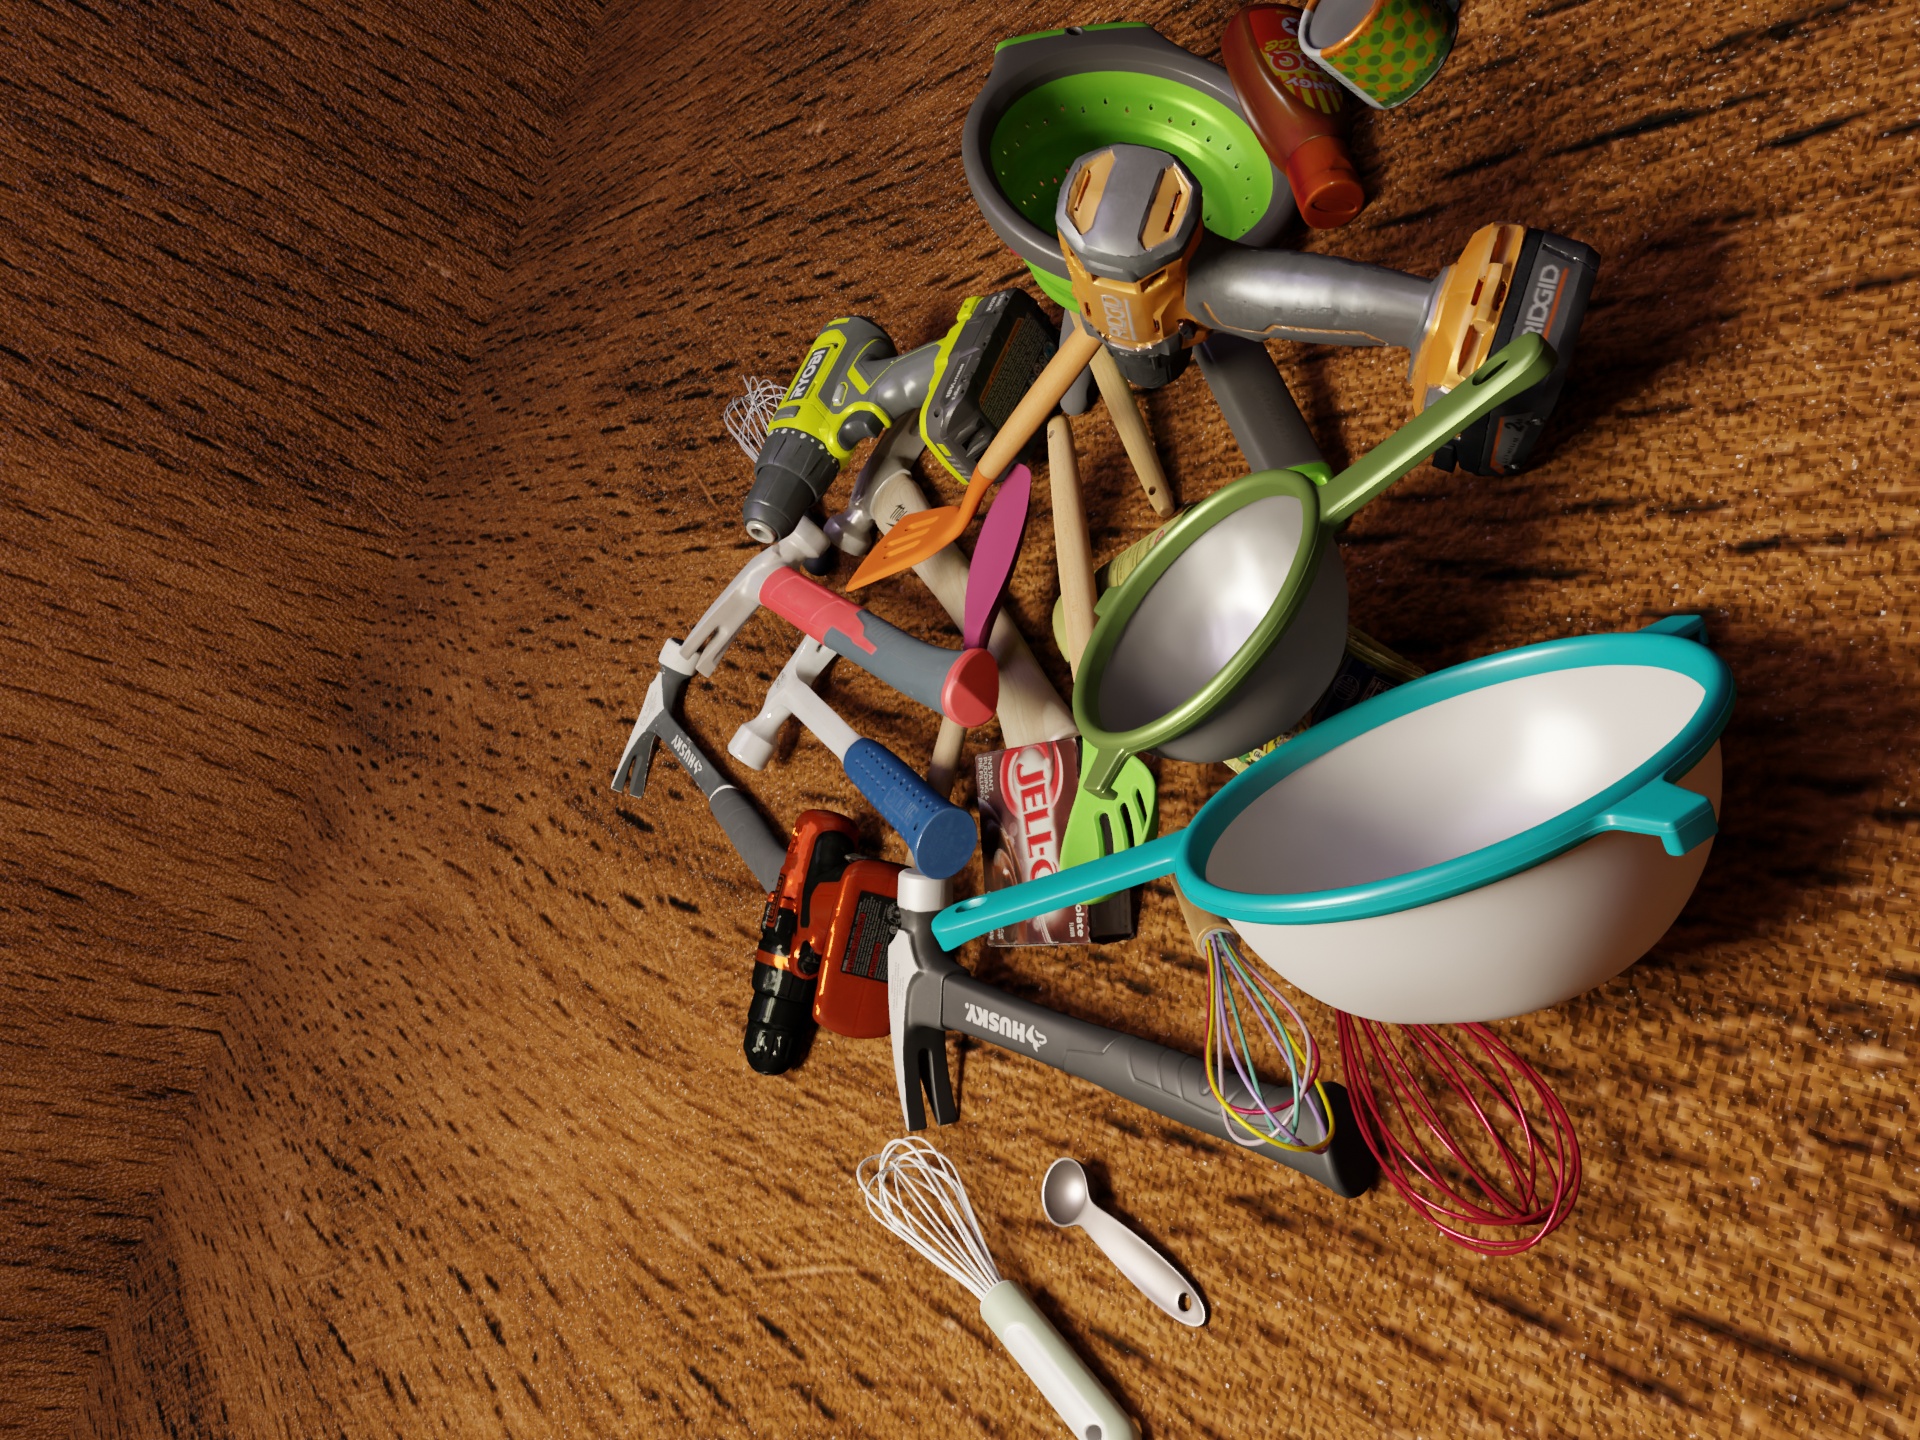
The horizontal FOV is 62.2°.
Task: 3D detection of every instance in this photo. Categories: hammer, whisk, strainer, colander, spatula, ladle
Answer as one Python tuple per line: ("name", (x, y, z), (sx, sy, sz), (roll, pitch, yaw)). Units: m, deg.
("hammer", (0.067, 0.173, 0.800), (0.335, 0.035, 0.146), (9, 98, 53))
("whisk", (0.119, 0.111, 0.723), (0.245, 0.047, 0.051), (-99, -3, -65))
("whisk", (0.088, -0.317, 1.085), (0.055, 0.055, 0.239), (-17, 62, 52))
("strainer", (0.144, 0.073, 0.635), (0.340, 0.095, 0.211), (-21, 12, 30))
("whisk", (-0.153, -0.214, 1.381), (0.070, 0.070, 0.285), (-51, 39, 25))
("whisk", (0.016, 0.293, 0.817), (0.247, 0.059, 0.057), (35, 113, 53))
("colander", (0.124, -0.245, 0.938), (0.094, 0.204, 0.397), (99, 155, -60))
("hammer", (0.004, -0.097, 1.085), (0.146, 0.038, 0.411), (-55, 34, 18))
("hammer", (-0.069, 0.015, 1.056), (0.144, 0.035, 0.406), (-57, 23, 1))
("spatula", (0.019, -0.168, 0.944), (0.081, 0.041, 0.322), (-56, 6, -36))
("strainer", (0.159, -0.063, 0.686), (0.256, 0.069, 0.152), (-39, 25, 31))
("hammer", (-0.203, 0.060, 1.305), (0.149, 0.036, 0.409), (-64, 32, 9))
("hammer", (-0.084, -0.049, 1.063), (0.143, 0.038, 0.387), (-50, 29, -4))
("whisk", (0.170, 0.112, 0.687), (0.073, 0.073, 0.296), (-57, 27, 18))
("ladle", (0.082, -0.254, 1.022), (0.069, 0.031, 0.316), (-41, 52, 35))

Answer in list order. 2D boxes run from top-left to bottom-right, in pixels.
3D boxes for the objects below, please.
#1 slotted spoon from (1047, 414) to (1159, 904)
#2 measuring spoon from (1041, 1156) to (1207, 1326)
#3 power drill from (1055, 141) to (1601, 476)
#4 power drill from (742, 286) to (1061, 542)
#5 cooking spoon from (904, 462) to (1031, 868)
("slotted spoon", (0.067, -0.043, 0.841), (0.070, 0.031, 0.314), (-38, 44, 41))
("measuring spoon", (0.082, 0.255, 0.774), (0.124, 0.018, 0.034), (31, 101, 52))
("power drill", (0.161, -0.182, 0.743), (0.185, 0.226, 0.084), (43, -115, -76))
("power drill", (-0.050, -0.214, 1.127), (0.228, 0.080, 0.191), (0, 57, 43))
("cooking spoon", (-0.002, -0.003, 0.990), (0.069, 0.017, 0.319), (-134, 57, -66))
